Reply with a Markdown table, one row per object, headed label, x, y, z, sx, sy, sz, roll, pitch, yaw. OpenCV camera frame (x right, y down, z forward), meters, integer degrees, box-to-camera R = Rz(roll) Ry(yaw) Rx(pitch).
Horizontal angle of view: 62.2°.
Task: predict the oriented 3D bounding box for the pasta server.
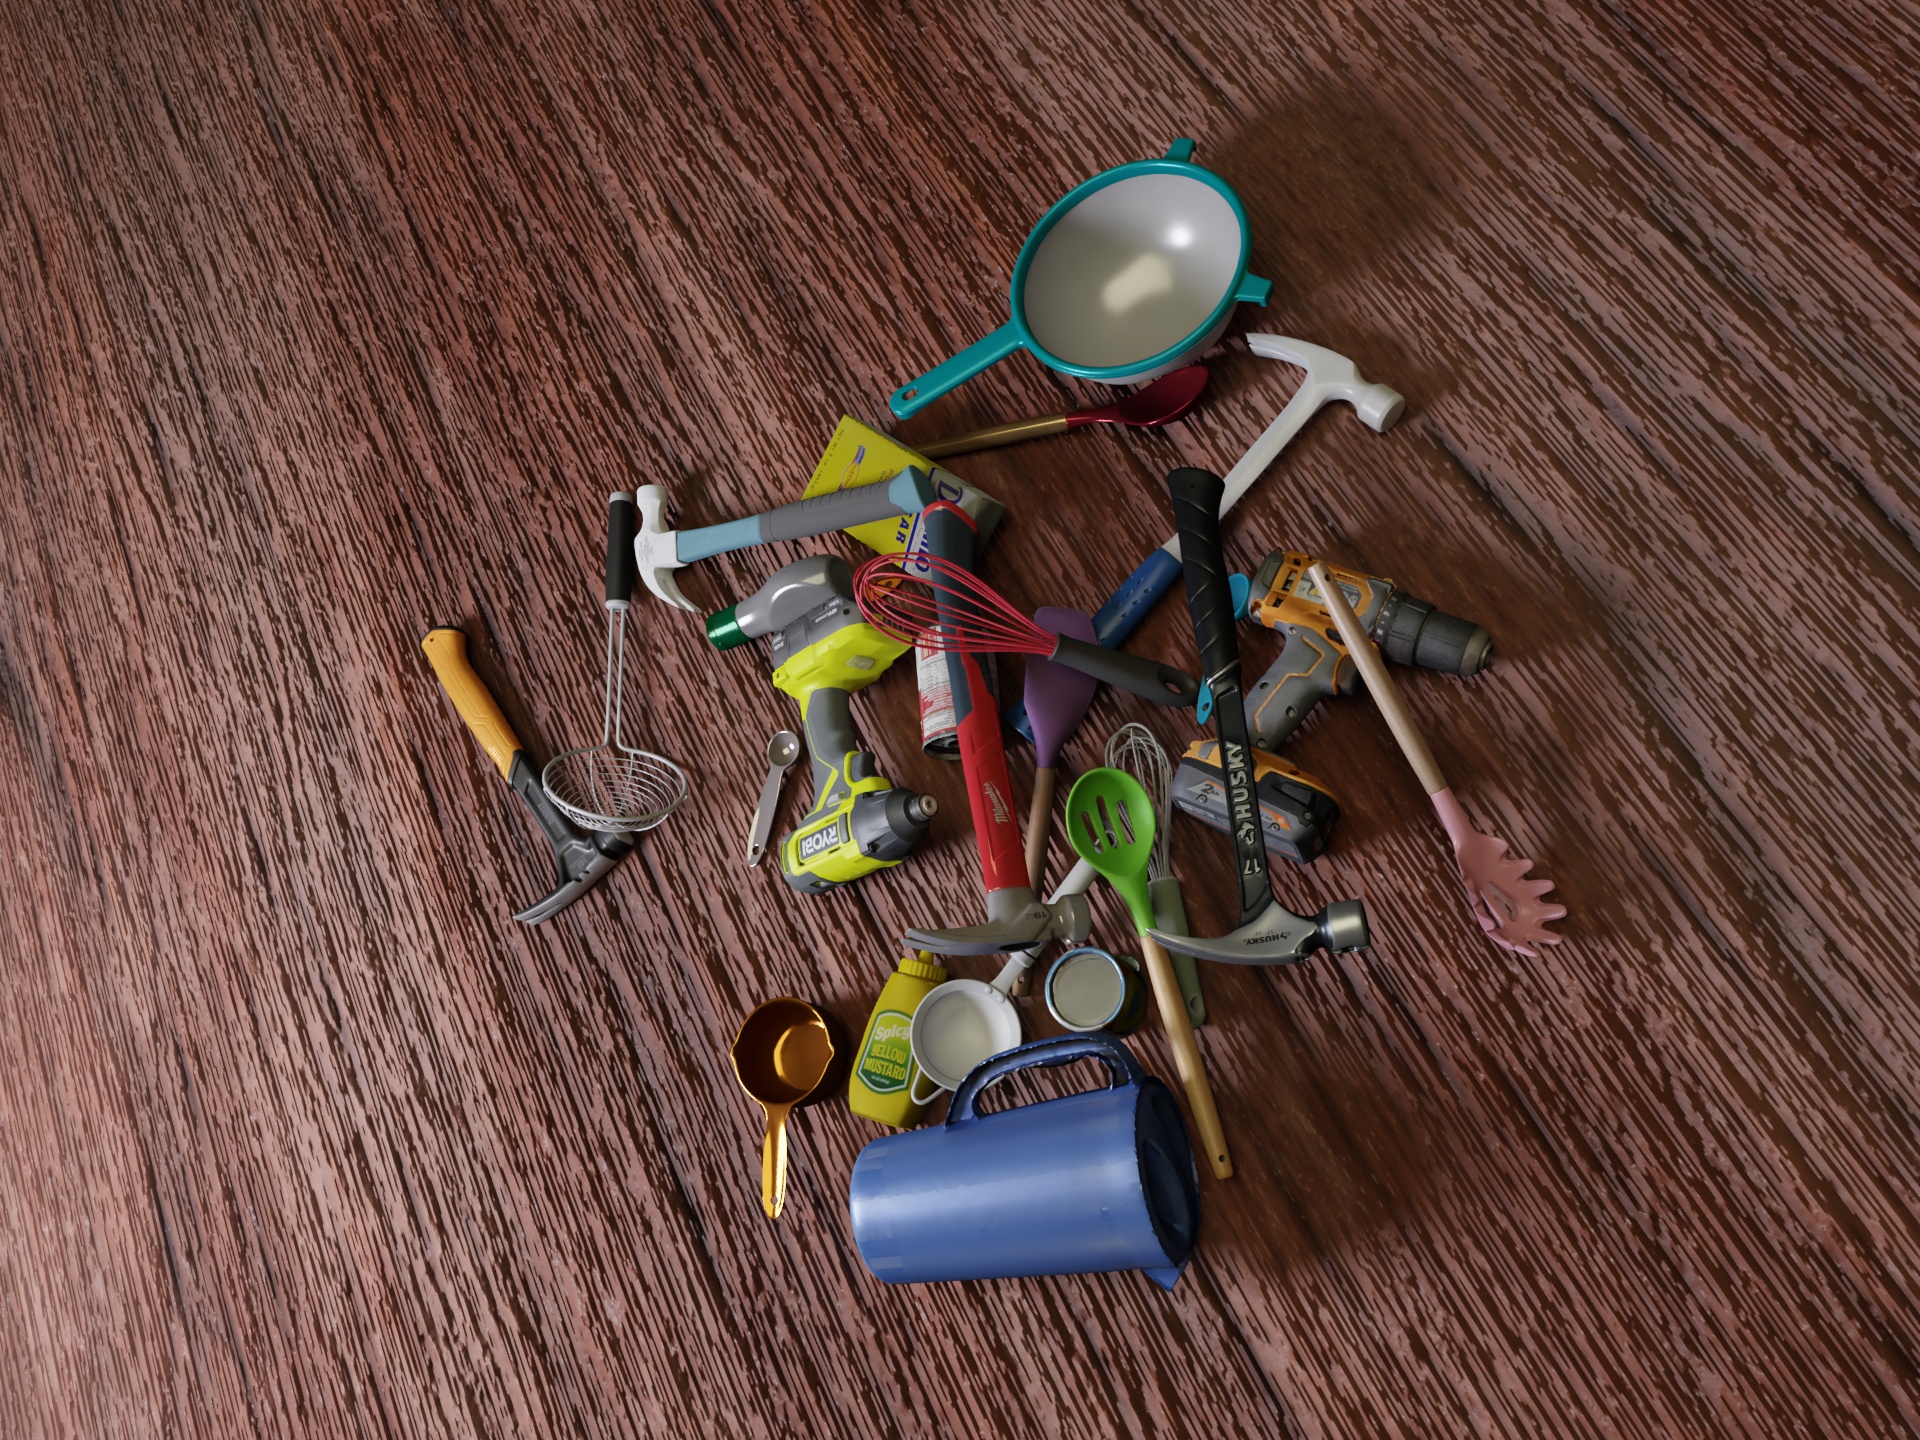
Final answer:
| label | x | y | z | sx | sy | sz | roll | pitch | yaw |
| --- | --- | --- | --- | --- | --- | --- | --- | --- | --- |
| pasta server | 0.333 | 0.025 | 1.137 | 0.060 | 0.040 | 0.316 | -27 | 87 | -19 |

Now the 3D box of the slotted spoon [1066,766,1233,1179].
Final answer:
| label | x | y | z | sx | sy | sz | roll | pitch | yaw |
| --- | --- | --- | --- | --- | --- | --- | --- | --- | --- |
| slotted spoon | 0.148 | 0.186 | 1.191 | 0.070 | 0.031 | 0.314 | -15 | 77 | -10 |

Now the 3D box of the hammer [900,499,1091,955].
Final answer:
| label | x | y | z | sx | sy | sz | roll | pitch | yaw |
| --- | --- | --- | --- | --- | --- | --- | --- | --- | --- |
| hammer | -0.002 | -0.004 | 1.257 | 0.143 | 0.038 | 0.387 | -2 | 64 | -17 |

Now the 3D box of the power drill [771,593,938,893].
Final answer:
| label | x | y | z | sx | sy | sz | roll | pitch | yaw |
| --- | --- | --- | --- | --- | --- | --- | --- | --- | --- |
| power drill | -0.088 | 0.017 | 1.329 | 0.171 | 0.080 | 0.223 | -27 | 62 | 43 |

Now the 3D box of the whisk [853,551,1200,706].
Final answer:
| label | x | y | z | sx | sy | sz | roll | pitch | yaw |
| --- | --- | --- | --- | --- | --- | --- | --- | --- | --- |
| whisk | 0.056 | -0.066 | 1.252 | 0.295 | 0.073 | 0.073 | 19 | 79 | -12 |

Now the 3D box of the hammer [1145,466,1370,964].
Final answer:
| label | x | y | z | sx | sy | sz | roll | pitch | yaw |
| --- | --- | --- | --- | --- | --- | --- | --- | --- | --- |
| hammer | 0.192 | -0.015 | 1.176 | 0.149 | 0.036 | 0.409 | -11 | 62 | 14 |

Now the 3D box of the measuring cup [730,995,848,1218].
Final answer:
| label | x | y | z | sx | sy | sz | roll | pitch | yaw |
| --- | --- | --- | --- | --- | --- | --- | --- | --- | --- |
| measuring cup | -0.137 | 0.314 | 1.294 | 0.095 | 0.052 | 0.174 | -4 | 74 | 22 |

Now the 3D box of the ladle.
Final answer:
| label | x | y | z | sx | sy | sz | roll | pitch | yaw |
| --- | --- | --- | --- | --- | --- | --- | --- | --- | --- |
| ladle | 0.070 | -0.259 | 1.401 | 0.315 | 0.031 | 0.069 | -8 | 42 | 23 |

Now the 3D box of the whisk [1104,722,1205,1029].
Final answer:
| label | x | y | z | sx | sy | sz | roll | pitch | yaw |
| --- | --- | --- | --- | --- | --- | --- | --- | --- | --- |
| whisk | 0.155 | 0.119 | 1.240 | 0.059 | 0.057 | 0.246 | -32 | 61 | 49 |

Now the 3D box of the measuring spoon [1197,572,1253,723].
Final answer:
| label | x | y | z | sx | sy | sz | roll | pitch | yaw |
| --- | --- | --- | --- | --- | --- | --- | --- | --- | --- |
| measuring spoon | 0.214 | -0.055 | 1.275 | 0.042 | 0.021 | 0.129 | -6 | 65 | 60 |

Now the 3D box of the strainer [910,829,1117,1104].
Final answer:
| label | x | y | z | sx | sy | sz | roll | pitch | yaw |
| --- | --- | --- | --- | --- | --- | --- | --- | --- | --- |
| strainer | 0.045 | 0.191 | 1.242 | 0.087 | 0.050 | 0.258 | 37 | 87 | 7 |

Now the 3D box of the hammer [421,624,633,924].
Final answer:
| label | x | y | z | sx | sy | sz | roll | pitch | yaw |
| --- | --- | --- | --- | --- | --- | --- | --- | --- | --- |
| hammer | -0.439 | 0.036 | 1.520 | 0.127 | 0.034 | 0.337 | -41 | 63 | 5 |

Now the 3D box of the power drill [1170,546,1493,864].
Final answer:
| label | x | y | z | sx | sy | sz | roll | pitch | yaw |
| --- | --- | --- | --- | --- | --- | --- | --- | --- | --- |
| power drill | 0.280 | -0.008 | 1.207 | 0.185 | 0.084 | 0.226 | 21 | 78 | 25 |

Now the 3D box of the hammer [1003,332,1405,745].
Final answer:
| label | x | y | z | sx | sy | sz | roll | pitch | yaw |
| --- | --- | --- | --- | --- | --- | --- | --- | --- | --- |
| hammer | 0.178 | -0.147 | 1.316 | 0.144 | 0.035 | 0.405 | 42 | 92 | 28 |

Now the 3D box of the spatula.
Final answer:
| label | x | y | z | sx | sy | sz | roll | pitch | yaw |
| --- | --- | --- | --- | --- | --- | --- | --- | --- | --- |
| spatula | 0.069 | 0.064 | 1.281 | 0.060 | 0.018 | 0.316 | 7 | 84 | 9 |

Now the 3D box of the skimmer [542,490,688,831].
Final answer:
| label | x | y | z | sx | sy | sz | roll | pitch | yaw |
| --- | --- | --- | --- | --- | --- | --- | --- | --- | --- |
| skimmer | -0.314 | -0.064 | 1.468 | 0.127 | 0.090 | 0.364 | 3 | 67 | -16 |

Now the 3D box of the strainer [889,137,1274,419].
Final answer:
| label | x | y | z | sx | sy | sz | roll | pitch | yaw |
| --- | --- | --- | --- | --- | --- | --- | --- | --- | --- |
| strainer | 0.101 | -0.336 | 1.377 | 0.340 | 0.095 | 0.211 | -28 | 61 | 15 |

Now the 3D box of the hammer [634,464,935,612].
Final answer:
| label | x | y | z | sx | sy | sz | roll | pitch | yaw |
| --- | --- | --- | --- | --- | --- | --- | --- | --- | --- |
| hammer | -0.166 | -0.178 | 1.436 | 0.331 | 0.033 | 0.128 | -8 | 80 | 32 |

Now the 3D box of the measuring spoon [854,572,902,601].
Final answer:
| label | x | y | z | sx | sy | sz | roll | pitch | yaw |
| --- | --- | --- | --- | --- | --- | --- | --- | --- | --- |
| measuring spoon | -0.100 | -0.099 | 1.434 | 0.117 | 0.011 | 0.021 | -31 | 50 | 8 |

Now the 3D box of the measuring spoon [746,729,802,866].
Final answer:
| label | x | y | z | sx | sy | sz | roll | pitch | yaw |
| --- | --- | --- | --- | --- | --- | --- | --- | --- | --- |
| measuring spoon | -0.165 | 0.070 | 1.407 | 0.034 | 0.018 | 0.124 | 13 | 86 | 32 |
